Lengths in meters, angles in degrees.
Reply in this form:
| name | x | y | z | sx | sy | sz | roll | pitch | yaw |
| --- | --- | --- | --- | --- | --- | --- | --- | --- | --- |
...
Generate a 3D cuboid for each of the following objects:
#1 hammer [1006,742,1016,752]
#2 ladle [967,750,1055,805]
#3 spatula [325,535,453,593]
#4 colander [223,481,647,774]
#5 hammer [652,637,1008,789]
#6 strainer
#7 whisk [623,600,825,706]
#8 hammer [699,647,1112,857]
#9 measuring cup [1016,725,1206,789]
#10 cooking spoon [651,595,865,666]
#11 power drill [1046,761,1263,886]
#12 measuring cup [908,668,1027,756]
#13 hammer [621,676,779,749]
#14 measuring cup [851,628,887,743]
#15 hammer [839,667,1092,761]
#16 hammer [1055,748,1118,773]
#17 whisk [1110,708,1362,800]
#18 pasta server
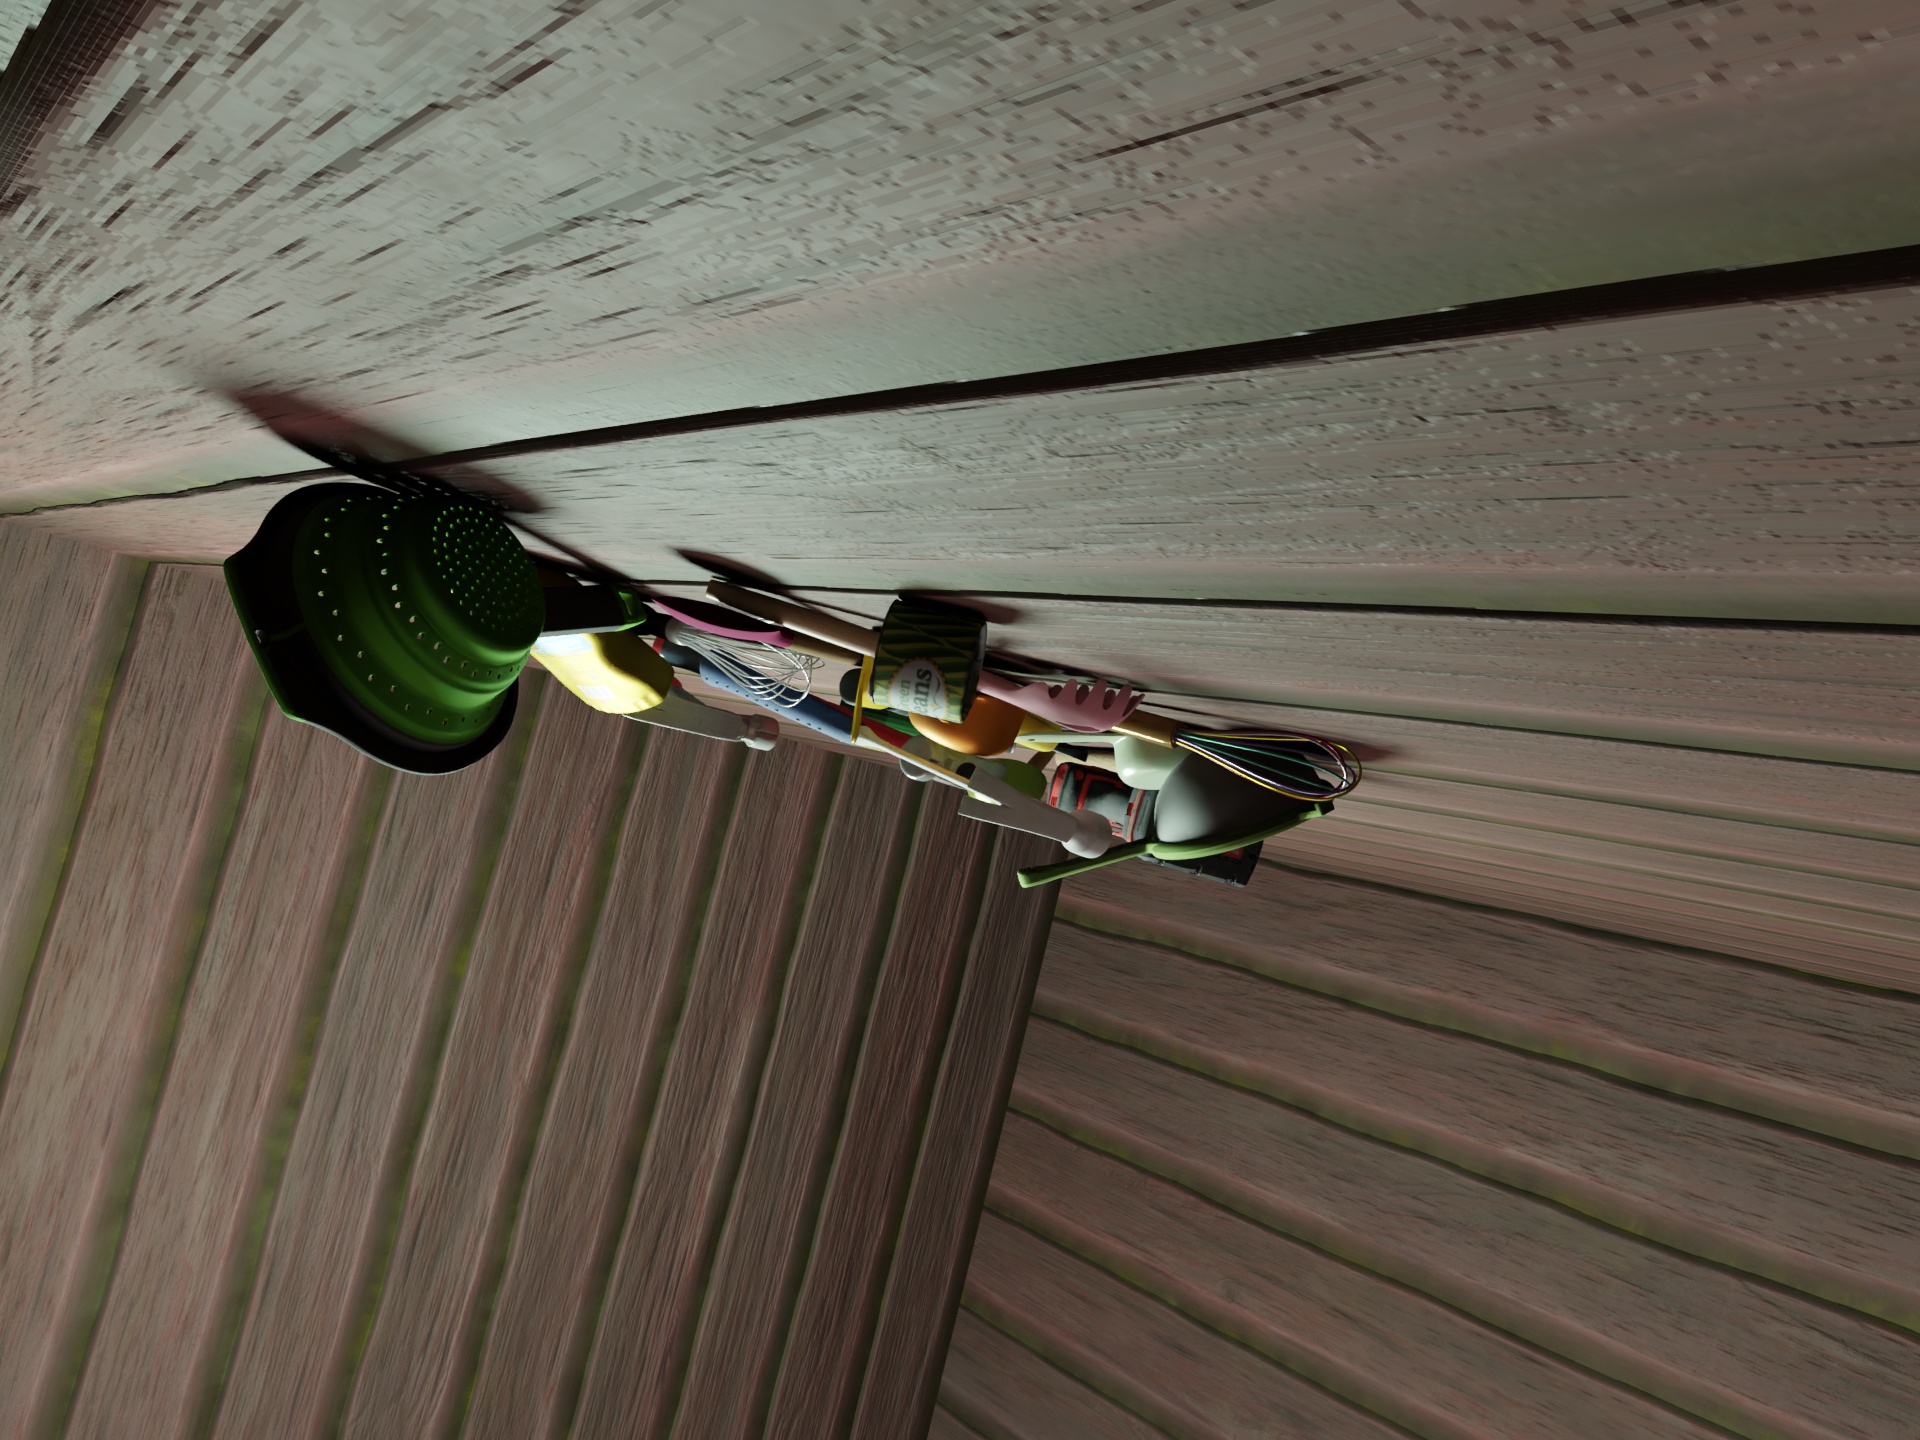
| name | x | y | z | sx | sy | sz | roll | pitch | yaw |
| --- | --- | --- | --- | --- | --- | --- | --- | --- | --- |
| hammer | -0.013 | 0.015 | 1.829 | 0.127 | 0.034 | 0.337 | 13 | 176 | -3 |
| ladle | 0.069 | 0.043 | 1.627 | 0.078 | 0.062 | 0.320 | 0 | -171 | 12 |
| spatula | -0.445 | -0.128 | 1.470 | 0.317 | 0.044 | 0.082 | 23 | 172 | -36 |
| colander | -0.304 | -0.085 | 1.085 | 0.094 | 0.204 | 0.397 | -25 | 177 | 22 |
| hammer | -0.137 | -0.012 | 1.475 | 0.387 | 0.038 | 0.143 | 22 | -178 | 33 |
| strainer | 0.160 | 0.066 | 1.245 | 0.256 | 0.069 | 0.151 | -17 | -174 | 9 |
| whisk | -0.209 | -0.069 | 1.298 | 0.285 | 0.070 | 0.070 | 17 | 179 | 44 |
| hammer | -0.073 | 0.013 | 1.244 | 0.406 | 0.035 | 0.144 | 23 | -179 | 40 |
| measuring cup | 0.123 | 0.031 | 1.295 | 0.167 | 0.038 | 0.083 | 3 | 162 | -20 |
| cooking spoon | -0.113 | -0.057 | 1.161 | 0.069 | 0.017 | 0.318 | 25 | -173 | 28 |
| power drill | 0.183 | 0.089 | 1.463 | 0.143 | 0.078 | 0.220 | 17 | 179 | -21 |
| measuring cup | -0.003 | 0.001 | 1.153 | 0.095 | 0.052 | 0.174 | 22 | -164 | 5 |
| hammer | -0.309 | -0.042 | 1.582 | 0.149 | 0.036 | 0.359 | 16 | -174 | -30 |
| measuring cup | -0.059 | -0.017 | 1.124 | 0.029 | 0.062 | 0.157 | 10 | -157 | -4 |
| hammer | -0.002 | -0.004 | 1.392 | 0.149 | 0.036 | 0.408 | 11 | 178 | 21 |
| hammer | 0.179 | 0.046 | 1.639 | 0.130 | 0.031 | 0.331 | 16 | 176 | -18 |
| whisk | 0.183 | 0.014 | 1.183 | 0.245 | 0.047 | 0.051 | 17 | 178 | 33 |
| pasta server | -0.025 | -0.049 | 1.122 | 0.316 | 0.040 | 0.060 | 18 | 175 | -6 |
